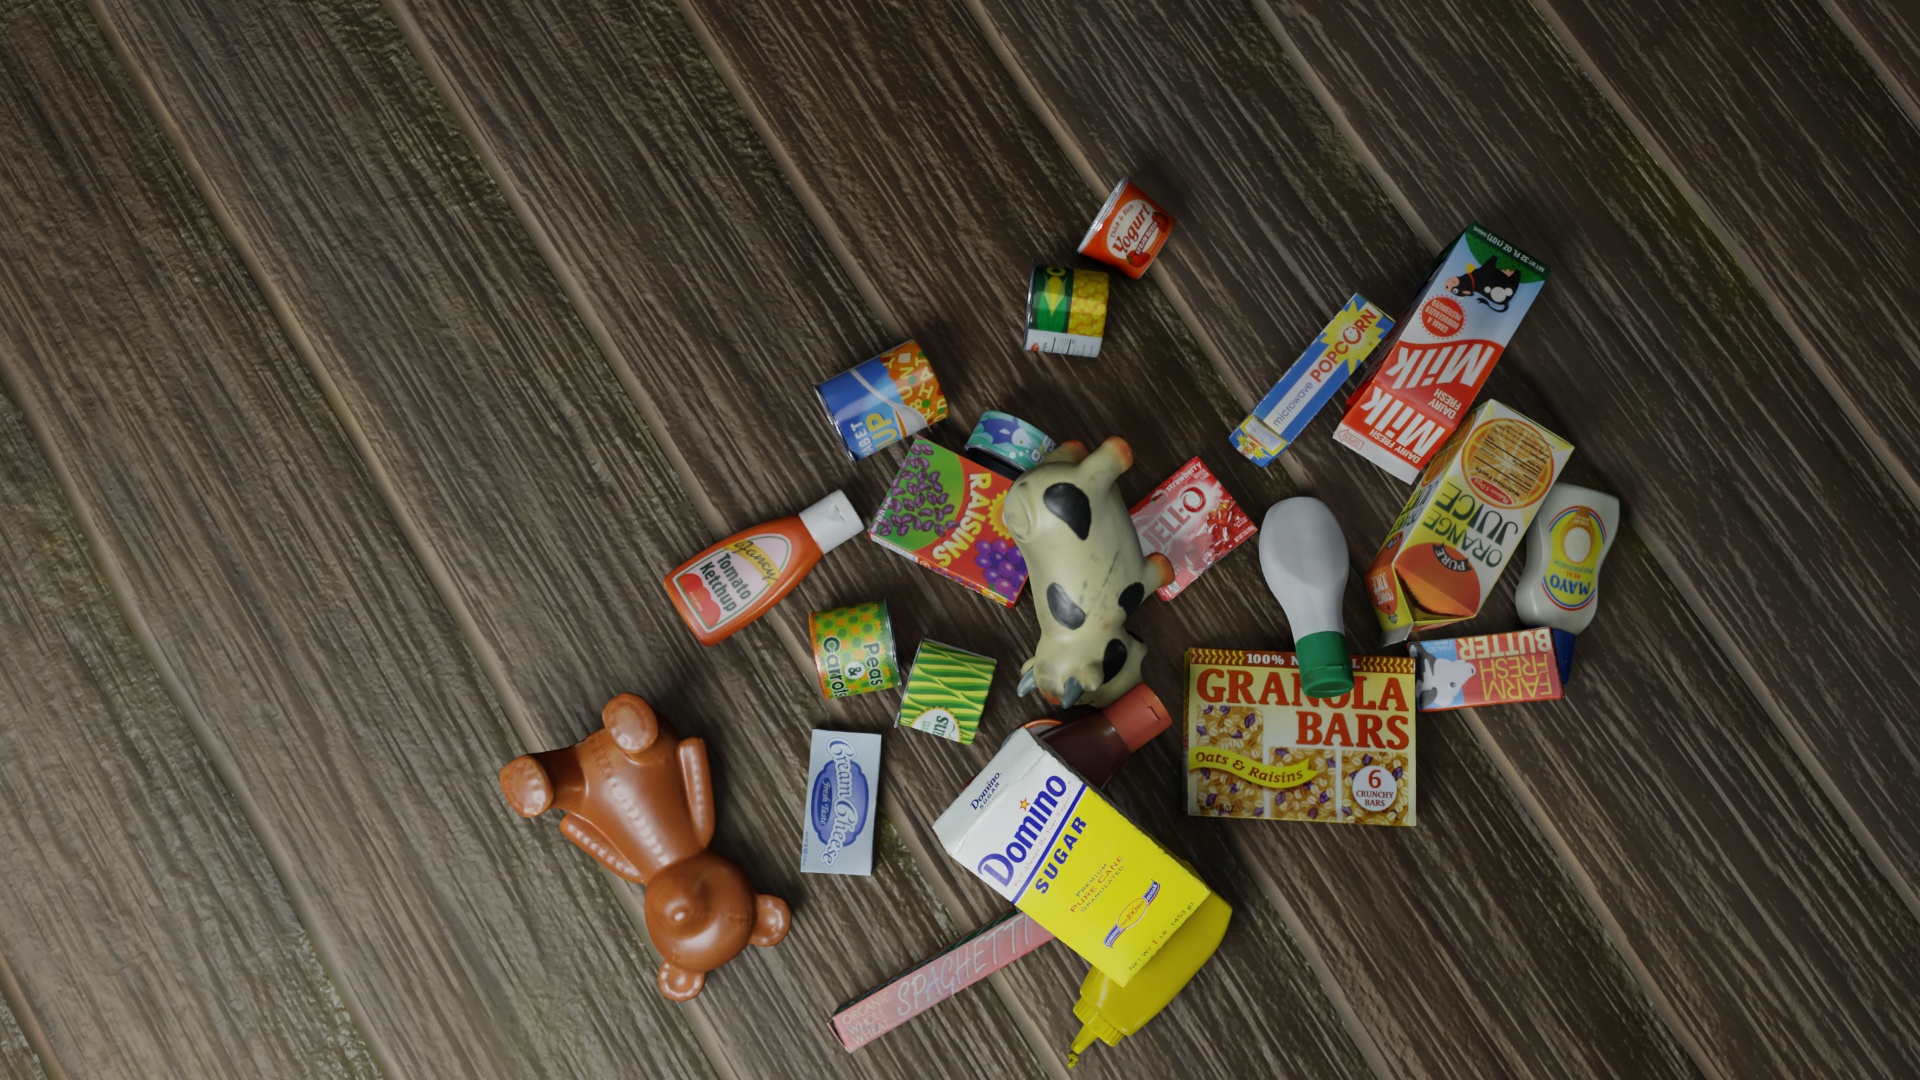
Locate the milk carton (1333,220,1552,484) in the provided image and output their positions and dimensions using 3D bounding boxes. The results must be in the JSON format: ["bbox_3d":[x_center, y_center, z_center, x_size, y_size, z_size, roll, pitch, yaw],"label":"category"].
[{"bbox_3d":[0.360,-0.138,1.057,0.072,0.073,0.191,32,82,4],"label":"milk carton"}]

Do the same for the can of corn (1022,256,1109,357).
[{"bbox_3d":[0.081,-0.178,1.061,0.058,0.071,0.071,7,81,-1],"label":"can of corn"}]

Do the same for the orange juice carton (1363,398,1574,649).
[{"bbox_3d":[0.367,-0.003,1.035,0.073,0.071,0.193,32,81,4],"label":"orange juice carton"}]

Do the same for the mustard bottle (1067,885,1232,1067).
[{"bbox_3d":[0.125,0.308,0.992,0.065,0.048,0.160,41,83,4],"label":"mustard bottle"}]

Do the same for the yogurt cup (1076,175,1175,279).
[{"bbox_3d":[0.130,-0.239,1.075,0.054,0.072,0.072,32,82,-4],"label":"yogurt cup"}]

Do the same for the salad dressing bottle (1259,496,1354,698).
[{"bbox_3d":[0.257,0.041,1.017,0.064,0.043,0.148,0,61,-5],"label":"salad dressing bottle"}]

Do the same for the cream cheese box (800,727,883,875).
[{"bbox_3d":[-0.087,0.191,1.020,0.053,0.024,0.104,4,81,-2],"label":"cream cheese box"}]

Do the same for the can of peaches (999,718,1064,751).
[{"bbox_3d":[0.064,0.163,1.010,0.071,0.058,0.071,0,81,0],"label":"can of peaches"}]

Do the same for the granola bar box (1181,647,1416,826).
[{"bbox_3d":[0.248,0.145,1.025,0.166,0.039,0.124,3,80,0],"label":"granola bar box"}]

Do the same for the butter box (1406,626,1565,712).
[{"bbox_3d":[0.386,0.096,1.023,0.103,0.024,0.053,-9,80,23],"label":"butter box"}]

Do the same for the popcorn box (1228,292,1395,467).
[{"bbox_3d":[0.262,-0.118,1.046,0.038,0.085,0.127,41,83,6],"label":"popcorn box"}]

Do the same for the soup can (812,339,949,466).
[{"bbox_3d":[-0.058,-0.103,1.047,0.084,0.071,0.071,-26,82,-5],"label":"soup can"}]

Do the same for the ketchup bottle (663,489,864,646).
[{"bbox_3d":[-0.143,0.015,1.038,0.149,0.043,0.065,-32,83,-6],"label":"ketchup bottle"}]

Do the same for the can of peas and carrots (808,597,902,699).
[{"bbox_3d":[-0.076,0.080,1.015,0.059,0.071,0.071,-11,81,-2],"label":"can of peas and carrots"}]

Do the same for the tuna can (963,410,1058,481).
[{"bbox_3d":[0.041,-0.068,1.042,0.071,0.071,0.033,27,81,3],"label":"tuna can"}]

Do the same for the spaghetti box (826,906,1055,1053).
[{"bbox_3d":[0.022,0.289,0.992,0.250,0.050,0.029,-28,81,-5],"label":"spaghetti box"}]

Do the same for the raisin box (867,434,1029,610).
[{"bbox_3d":[0.004,-0.013,1.048,0.123,0.040,0.086,26,81,4],"label":"raisin box"}]

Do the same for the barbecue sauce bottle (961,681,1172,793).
[{"bbox_3d":[0.077,0.154,0.959,0.149,0.043,0.065,-35,95,-6],"label":"barbecue sauce bottle"}]

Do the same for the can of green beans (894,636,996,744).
[{"bbox_3d":[-0.010,0.110,1.013,0.058,0.071,0.071,17,81,1],"label":"can of green beans"}]

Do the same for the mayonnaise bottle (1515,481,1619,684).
[{"bbox_3d":[0.451,0.033,1.046,0.065,0.041,0.148,14,81,-1],"label":"mayonnaise bottle"}]
